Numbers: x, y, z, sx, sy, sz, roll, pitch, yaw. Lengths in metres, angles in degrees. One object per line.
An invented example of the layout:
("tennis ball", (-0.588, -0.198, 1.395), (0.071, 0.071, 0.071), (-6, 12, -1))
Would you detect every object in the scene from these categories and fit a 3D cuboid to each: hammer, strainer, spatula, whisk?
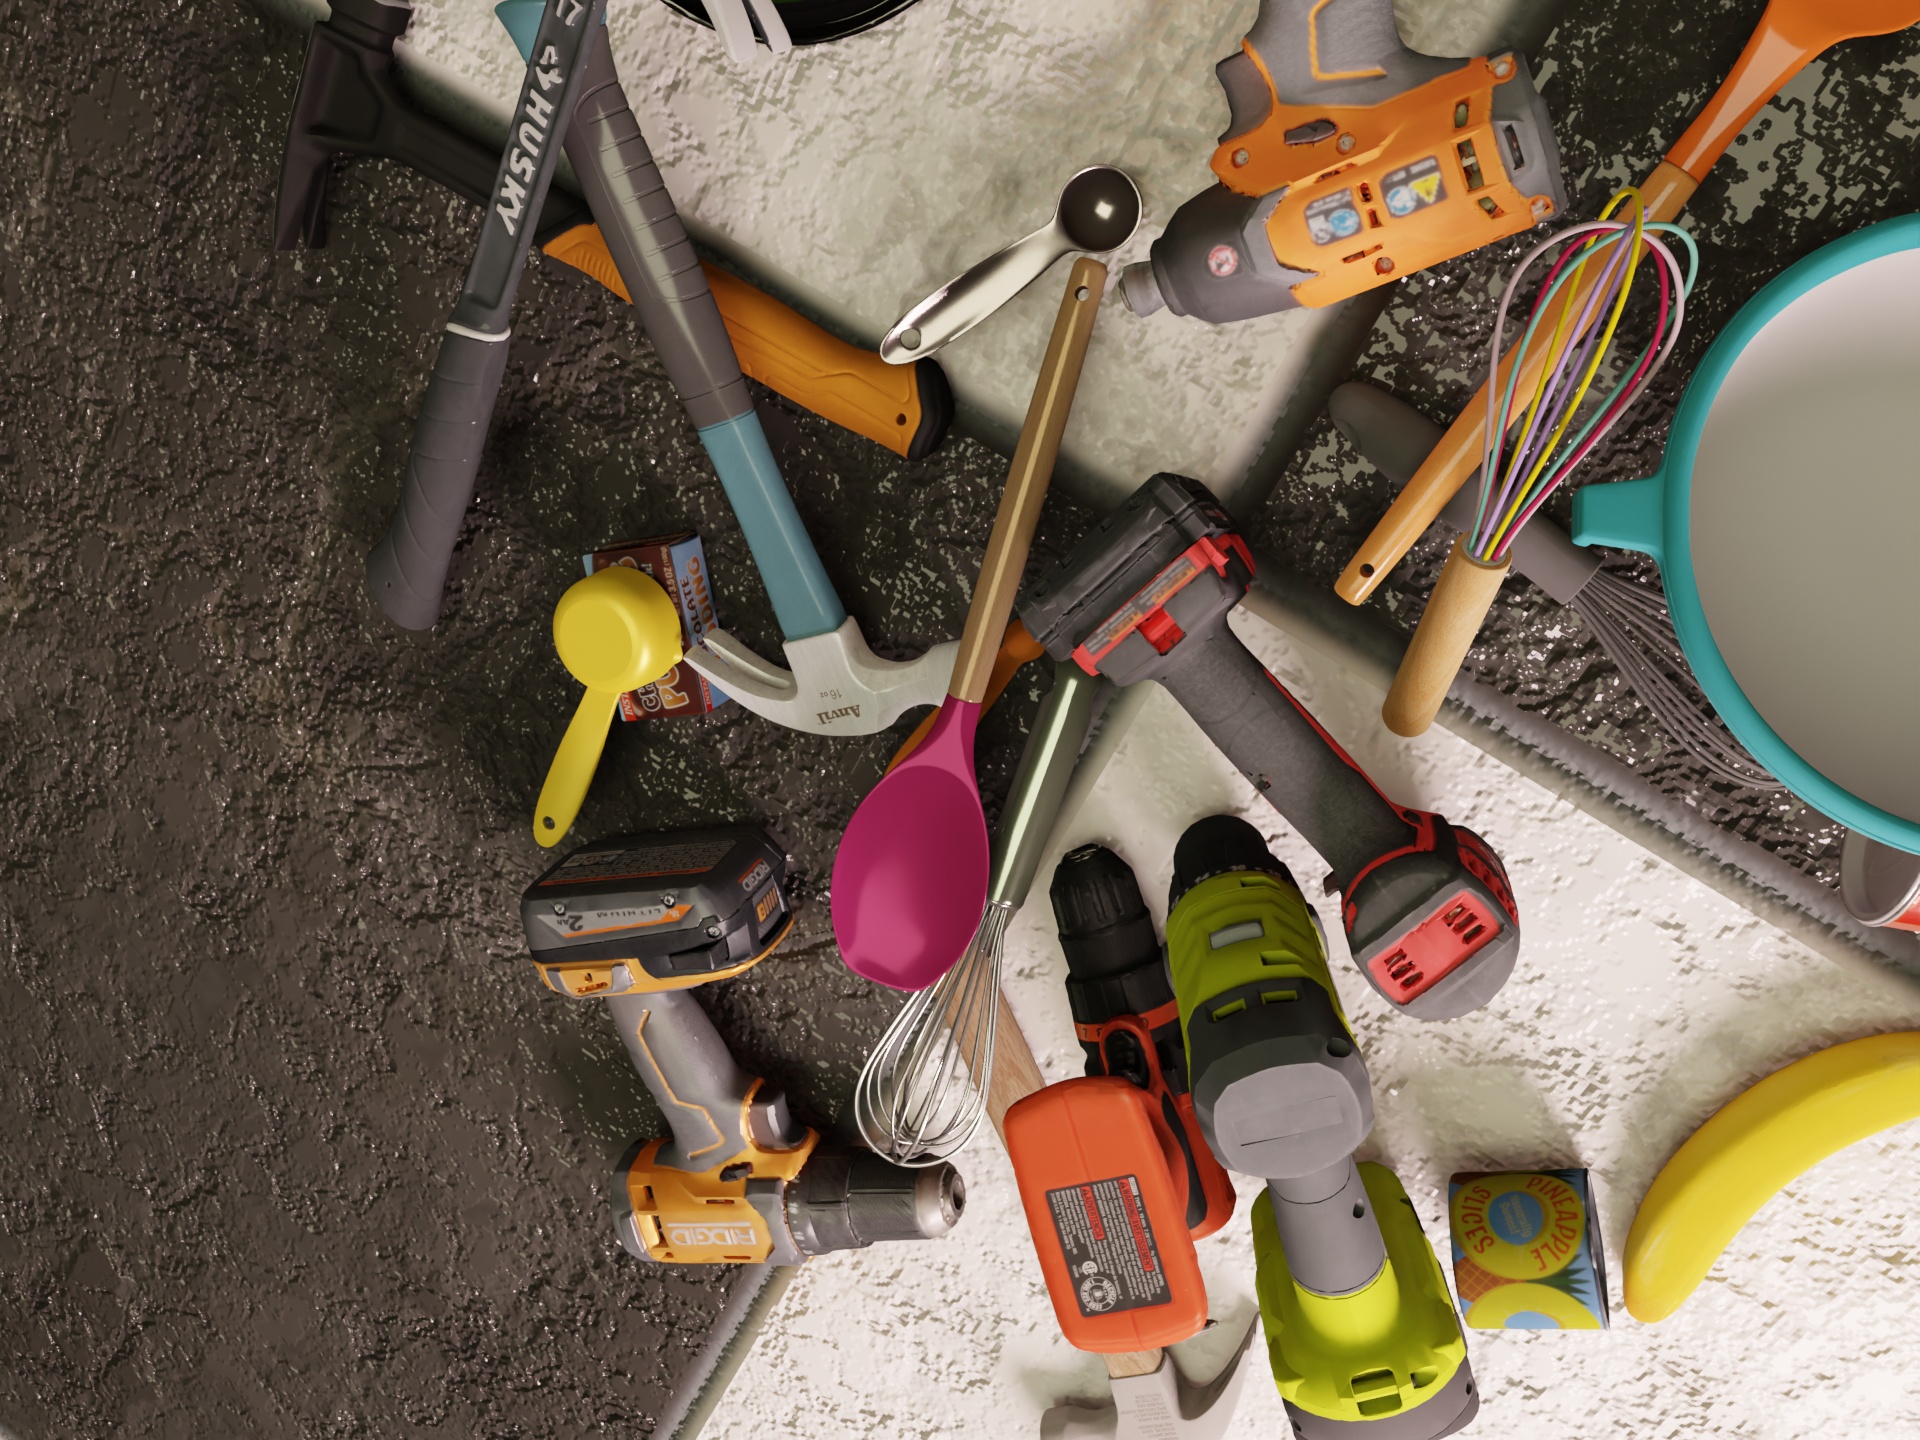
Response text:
("hammer", (-0.156, -0.200, 0.708), (0.337, 0.034, 0.127), (30, 113, 8))
("strainer", (0.369, -0.008, 0.533), (0.211, 0.095, 0.340), (-41, 86, -2))
("hammer", (-0.104, -0.141, 0.671), (0.128, 0.033, 0.330), (-12, 112, 27))
("hammer", (-0.191, -0.174, 0.659), (0.149, 0.036, 0.408), (43, 135, 7))
("hammer", (0.044, 0.215, 0.771), (0.130, 0.031, 0.331), (-20, 99, 24))
("spatula", (0.238, -0.172, 0.565), (0.081, 0.041, 0.322), (38, 112, 7))
("whisk", (0.238, -0.054, 0.611), (0.239, 0.055, 0.055), (40, 115, 8))
("whisk", (0.012, 0.086, 0.708), (0.059, 0.058, 0.246), (20, 95, 0))
("whisk", (0.197, -0.080, 0.572), (0.051, 0.047, 0.244), (-12, 142, -16))

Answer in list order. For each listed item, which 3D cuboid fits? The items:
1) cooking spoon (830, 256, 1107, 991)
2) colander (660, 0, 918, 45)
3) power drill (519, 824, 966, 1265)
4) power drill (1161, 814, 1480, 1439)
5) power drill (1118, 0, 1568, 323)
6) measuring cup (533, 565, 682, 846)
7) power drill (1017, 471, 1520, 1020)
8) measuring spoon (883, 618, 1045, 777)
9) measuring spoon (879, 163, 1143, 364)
("cooking spoon", (0.009, -0.034, 0.666), (0.069, 0.017, 0.319), (19, 103, 10))
("colander", (-0.156, -0.393, 0.613), (0.397, 0.094, 0.204), (19, 112, 13))
("power drill", (-0.105, 0.169, 0.784), (0.185, 0.084, 0.226), (-6, 109, 21))
("power drill", (0.138, 0.163, 0.653), (0.080, 0.191, 0.228), (-17, 114, 9))
("power drill", (0.105, -0.261, 0.574), (0.164, 0.084, 0.226), (-17, 104, 24))
("measuring cup", (-0.179, 0.001, 0.747), (0.062, 0.029, 0.156), (30, 114, 10))
("power drill", (0.130, 0.010, 0.623), (0.078, 0.143, 0.220), (-42, 84, 16))
("measuring spoon", (-0.001, -0.002, 0.728), (0.021, 0.011, 0.117), (43, 115, 2))
("measuring spoon", (0.019, -0.184, 0.651), (0.124, 0.018, 0.034), (-31, 108, 15))
